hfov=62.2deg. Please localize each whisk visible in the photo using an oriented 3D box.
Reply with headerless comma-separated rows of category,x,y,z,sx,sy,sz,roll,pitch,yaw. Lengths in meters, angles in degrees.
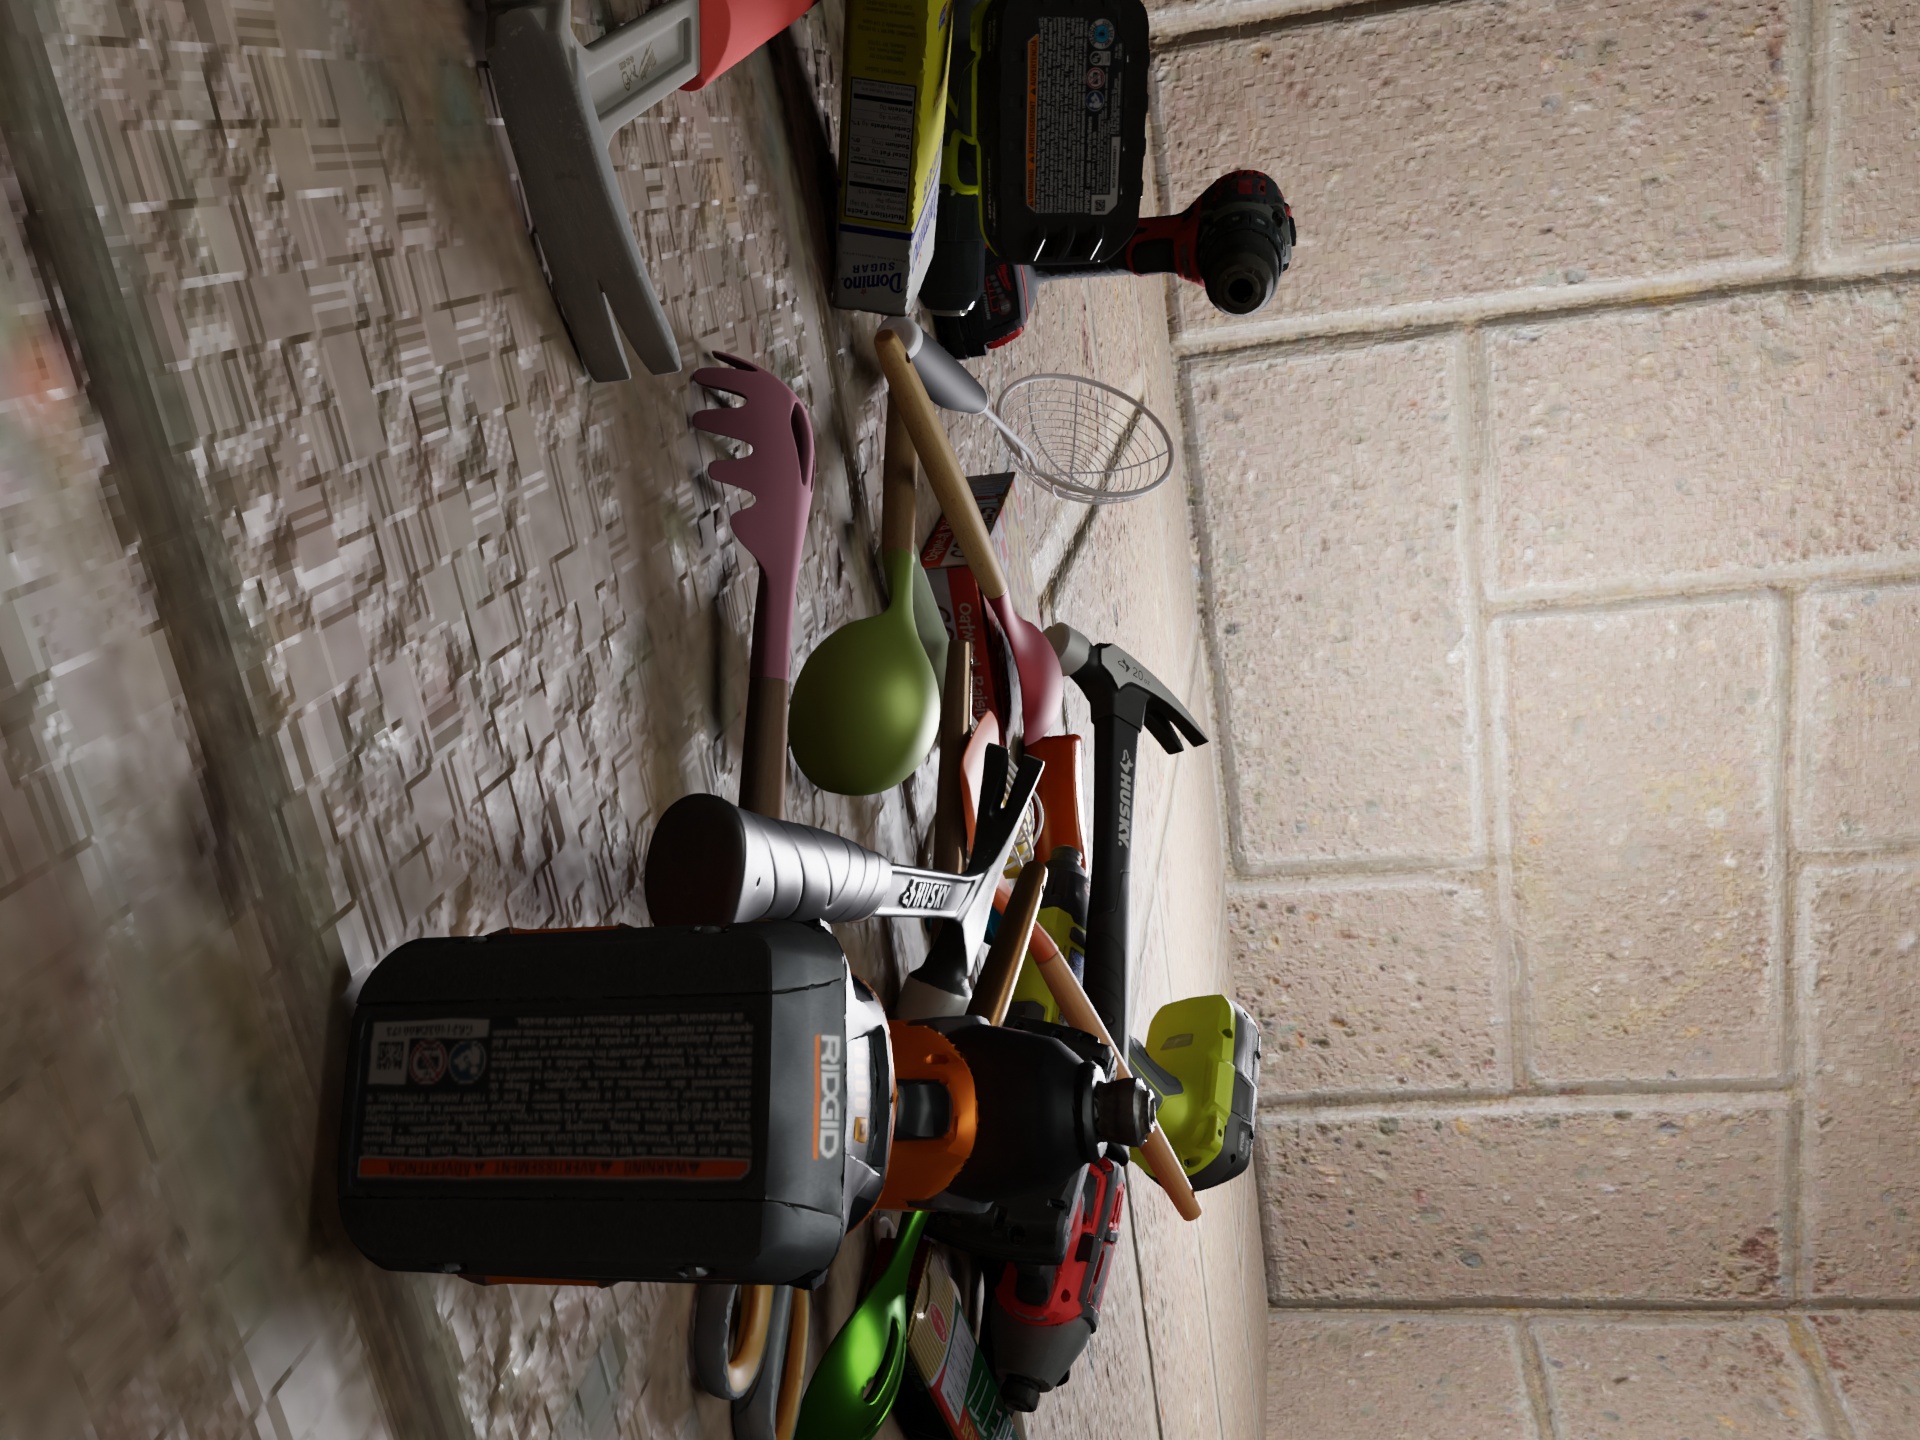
whisk,-0.001,-0.003,0.899,0.058,0.059,0.246,42,-21,49

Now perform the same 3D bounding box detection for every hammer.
hammer,-0.091,-0.264,0.619,0.359,0.037,0.149,-73,155,-56
hammer,0.098,0.110,1.000,0.146,0.035,0.335,28,54,-37
hammer,-0.031,0.062,0.629,0.408,0.036,0.149,34,74,-76

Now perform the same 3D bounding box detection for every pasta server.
pasta server,-0.081,0.012,0.603,0.060,0.040,0.316,36,55,-73

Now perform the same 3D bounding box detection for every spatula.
spatula,0.067,0.148,0.888,0.322,0.041,0.081,61,21,-13
spatula,-0.007,0.115,0.848,0.059,0.018,0.316,2,90,-77

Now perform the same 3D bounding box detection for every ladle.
ladle,-0.042,-0.092,0.789,0.320,0.062,0.078,-91,157,-45
ladle,0.011,-0.088,0.854,0.315,0.031,0.069,63,27,-50

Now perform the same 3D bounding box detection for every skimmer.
skimmer,0.042,-0.203,0.961,0.090,0.127,0.363,-52,163,8

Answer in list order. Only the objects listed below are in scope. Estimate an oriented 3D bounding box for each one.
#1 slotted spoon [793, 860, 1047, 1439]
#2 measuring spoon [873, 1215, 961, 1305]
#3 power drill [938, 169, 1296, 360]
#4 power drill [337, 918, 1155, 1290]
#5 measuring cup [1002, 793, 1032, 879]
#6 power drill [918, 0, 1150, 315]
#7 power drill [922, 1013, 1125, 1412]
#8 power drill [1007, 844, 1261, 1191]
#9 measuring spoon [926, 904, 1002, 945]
slotted spoon,-0.006,0.183,0.717,0.070,0.031,0.314,82,23,-44
measuring spoon,-0.020,0.274,0.789,0.124,0.018,0.034,69,22,-49
power drill,0.097,-0.287,1.003,0.188,0.227,0.080,-73,155,-57
power drill,-0.041,0.108,0.443,0.226,0.164,0.084,42,46,-68
measuring cup,0.042,0.074,1.087,0.156,0.029,0.062,-9,95,-77
power drill,0.019,-0.308,0.859,0.229,0.080,0.190,-133,-140,-63
power drill,0.038,0.259,0.823,0.219,0.078,0.143,76,29,-49
power drill,0.107,0.200,1.052,0.223,0.080,0.171,42,45,-33
measuring spoon,0.000,0.116,0.941,0.128,0.021,0.042,11,76,-67
